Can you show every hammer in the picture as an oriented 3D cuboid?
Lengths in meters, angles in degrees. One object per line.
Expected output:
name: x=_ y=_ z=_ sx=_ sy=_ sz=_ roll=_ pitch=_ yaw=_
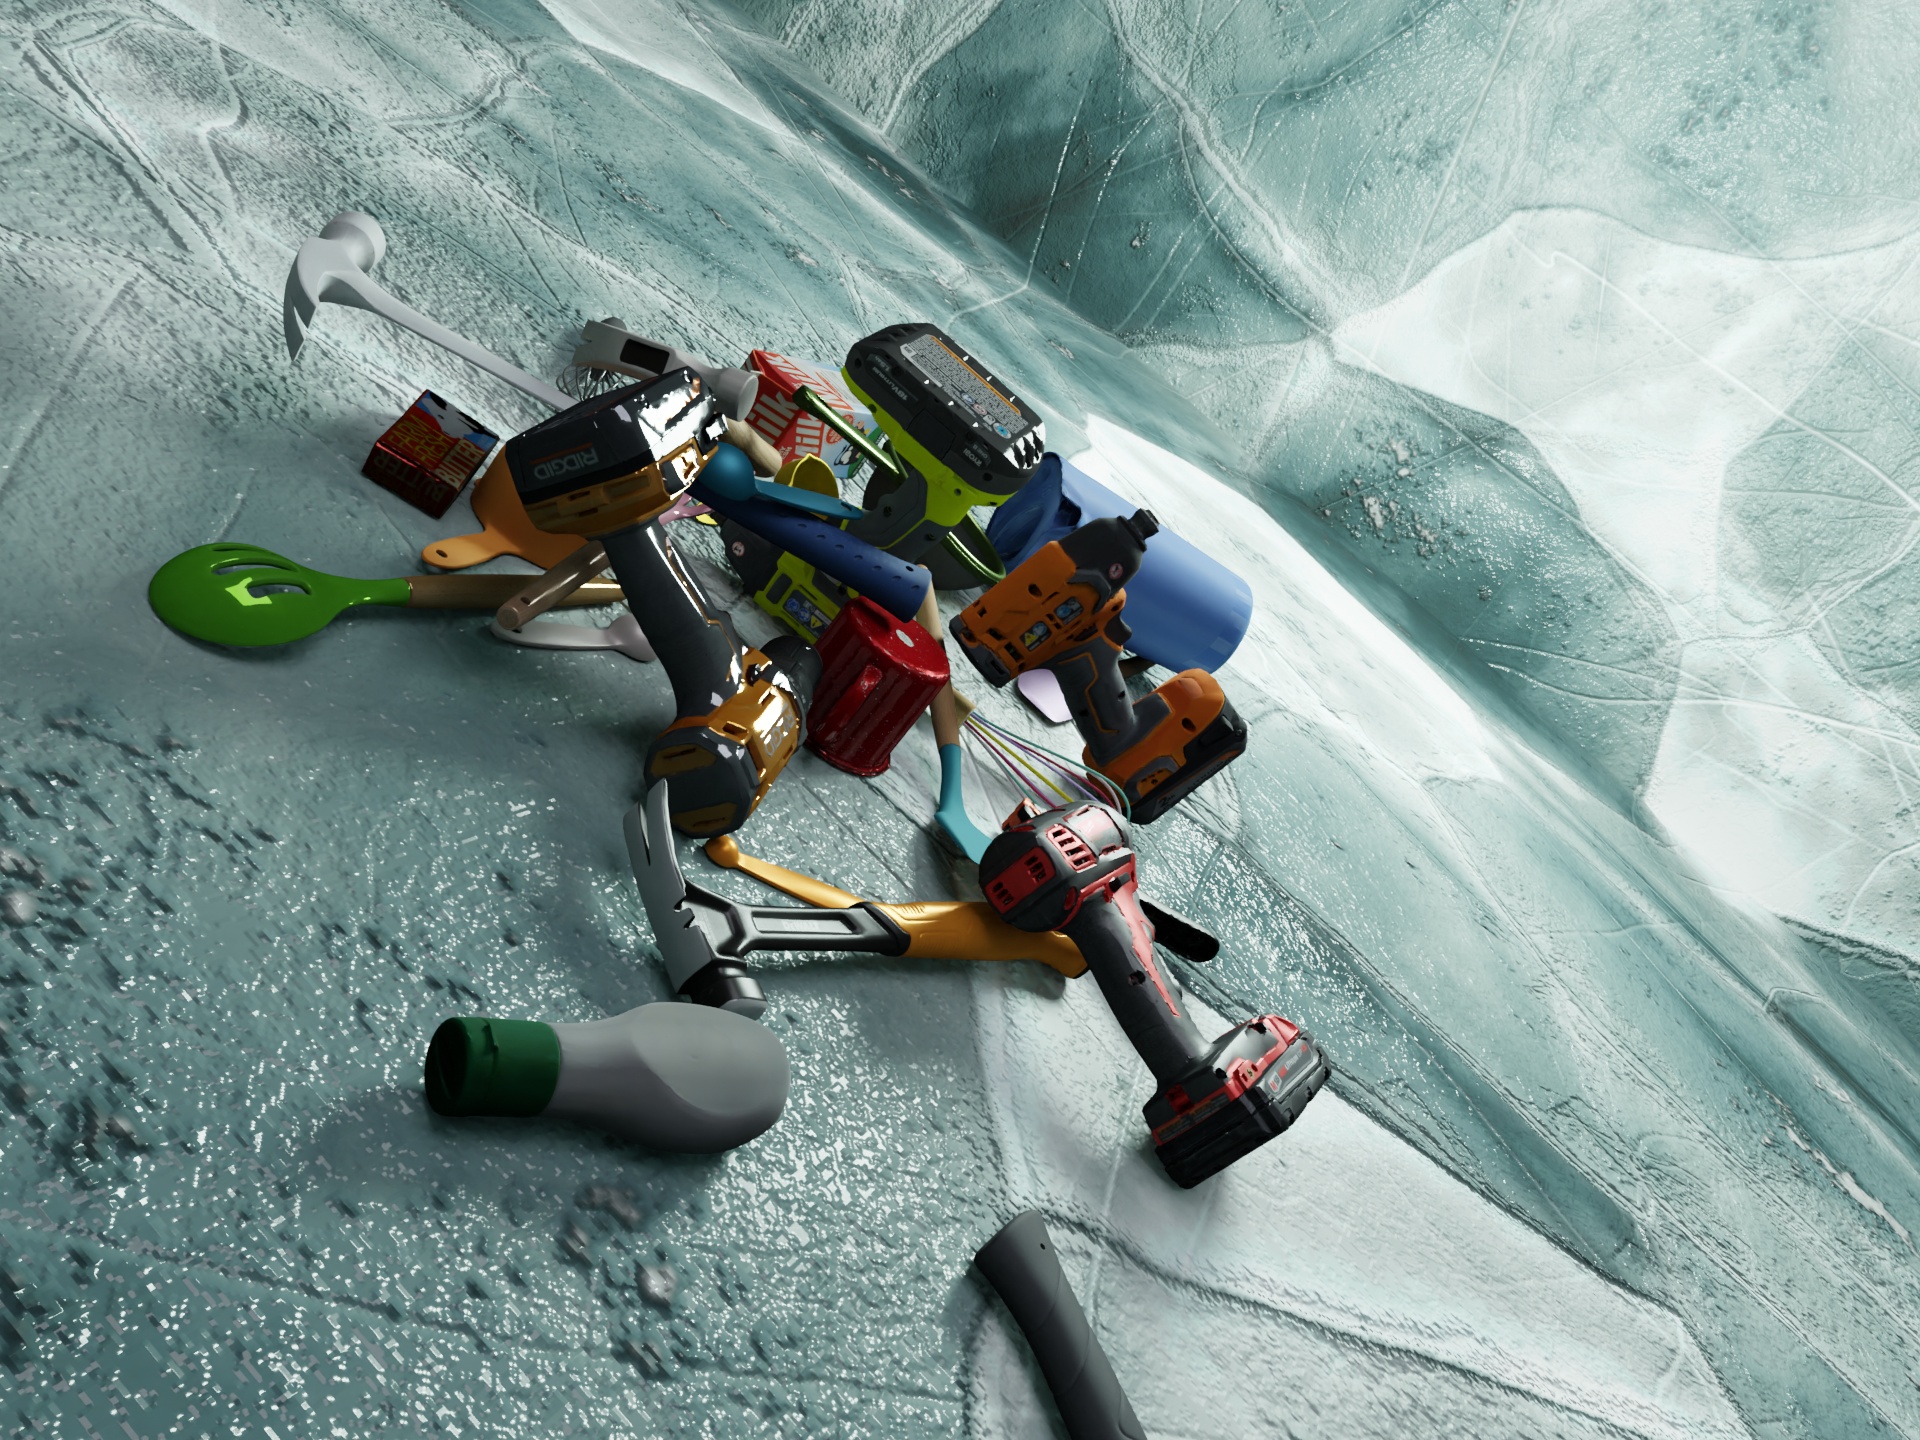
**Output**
hammer: x=-0.033 y=0.108 z=0.863 sx=0.336 sy=0.034 sz=0.127 roll=12 pitch=43 yaw=-50
hammer: x=-0.177 y=-0.215 z=1.117 sx=0.130 sy=0.031 sz=0.331 roll=22 pitch=0 yaw=5
hammer: x=0.106 y=0.366 z=0.604 sx=0.149 sy=0.036 sz=0.409 roll=19 pitch=30 yaw=-43
hammer: x=-0.197 y=-0.163 z=0.936 sx=0.405 sy=0.035 sz=0.144 roll=28 pitch=28 yaw=-18

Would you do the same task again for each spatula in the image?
spatula: x=-0.002 y=-0.003 z=1.080 sx=0.082 sy=0.044 sz=0.318 roll=29 pitch=35 yaw=-35
spatula: x=0.123 y=-0.039 z=1.414 sx=0.060 sy=0.018 sz=0.316 roll=44 pitch=24 yaw=13

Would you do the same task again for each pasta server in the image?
pasta server: x=-0.193 y=-0.113 z=0.928 sx=0.060 sy=0.040 sz=0.316 roll=35 pitch=23 yaw=-4

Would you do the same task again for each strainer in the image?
strainer: x=-0.064 y=-0.176 z=1.273 sx=0.256 sy=0.069 sz=0.152 roll=35 pitch=21 yaw=-45

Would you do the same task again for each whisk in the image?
whisk: x=-0.270 y=-0.270 z=1.202 sx=0.055 sy=0.055 sz=0.239 roll=31 pitch=20 yaw=-21
whisk: x=0.023 y=0.010 z=1.136 sx=0.245 sy=0.051 sz=0.047 roll=39 pitch=28 yaw=6

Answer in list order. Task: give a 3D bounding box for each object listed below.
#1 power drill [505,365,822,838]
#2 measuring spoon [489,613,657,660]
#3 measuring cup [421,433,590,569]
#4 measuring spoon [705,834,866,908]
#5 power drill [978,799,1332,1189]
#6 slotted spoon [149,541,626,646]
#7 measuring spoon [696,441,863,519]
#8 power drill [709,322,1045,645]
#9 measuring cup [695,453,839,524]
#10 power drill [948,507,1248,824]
power drill: x=-0.143 y=-0.072 z=0.870 sx=0.185 sy=0.084 sz=0.226 roll=-62 pitch=136 yaw=-63
measuring spoon: x=-0.216 y=-0.053 z=0.911 sx=0.034 sy=0.018 sz=0.124 roll=50 pitch=25 yaw=24
measuring cup: x=-0.258 y=-0.125 z=0.936 sx=0.095 sy=0.052 sz=0.174 roll=40 pitch=20 yaw=0
measuring spoon: x=-0.086 y=0.086 z=0.860 sx=0.116 sy=0.011 sz=0.021 roll=27 pitch=26 yaw=-29
power drill: x=0.110 y=0.143 z=0.921 sx=0.220 sy=0.078 sz=0.143 roll=54 pitch=27 yaw=10
slotted spoon: x=-0.277 y=-0.069 z=0.839 sx=0.070 sy=0.031 sz=0.313 roll=42 pitch=21 yaw=17
measuring spoon: x=-0.104 y=-0.143 z=0.950 sx=0.128 sy=0.021 sz=0.042 roll=9 pitch=38 yaw=-43
power drill: x=-0.062 y=-0.145 z=1.054 sx=0.171 sy=0.223 sz=0.080 roll=41 pitch=35 yaw=1
measuring cup: x=-0.153 y=-0.166 z=1.209 sx=0.156 sy=0.029 sz=0.062 roll=-20 pitch=103 yaw=-50
power drill: x=0.117 y=-0.043 z=1.162 sx=0.226 sy=0.164 sz=0.084 roll=47 pitch=8 yaw=-34
